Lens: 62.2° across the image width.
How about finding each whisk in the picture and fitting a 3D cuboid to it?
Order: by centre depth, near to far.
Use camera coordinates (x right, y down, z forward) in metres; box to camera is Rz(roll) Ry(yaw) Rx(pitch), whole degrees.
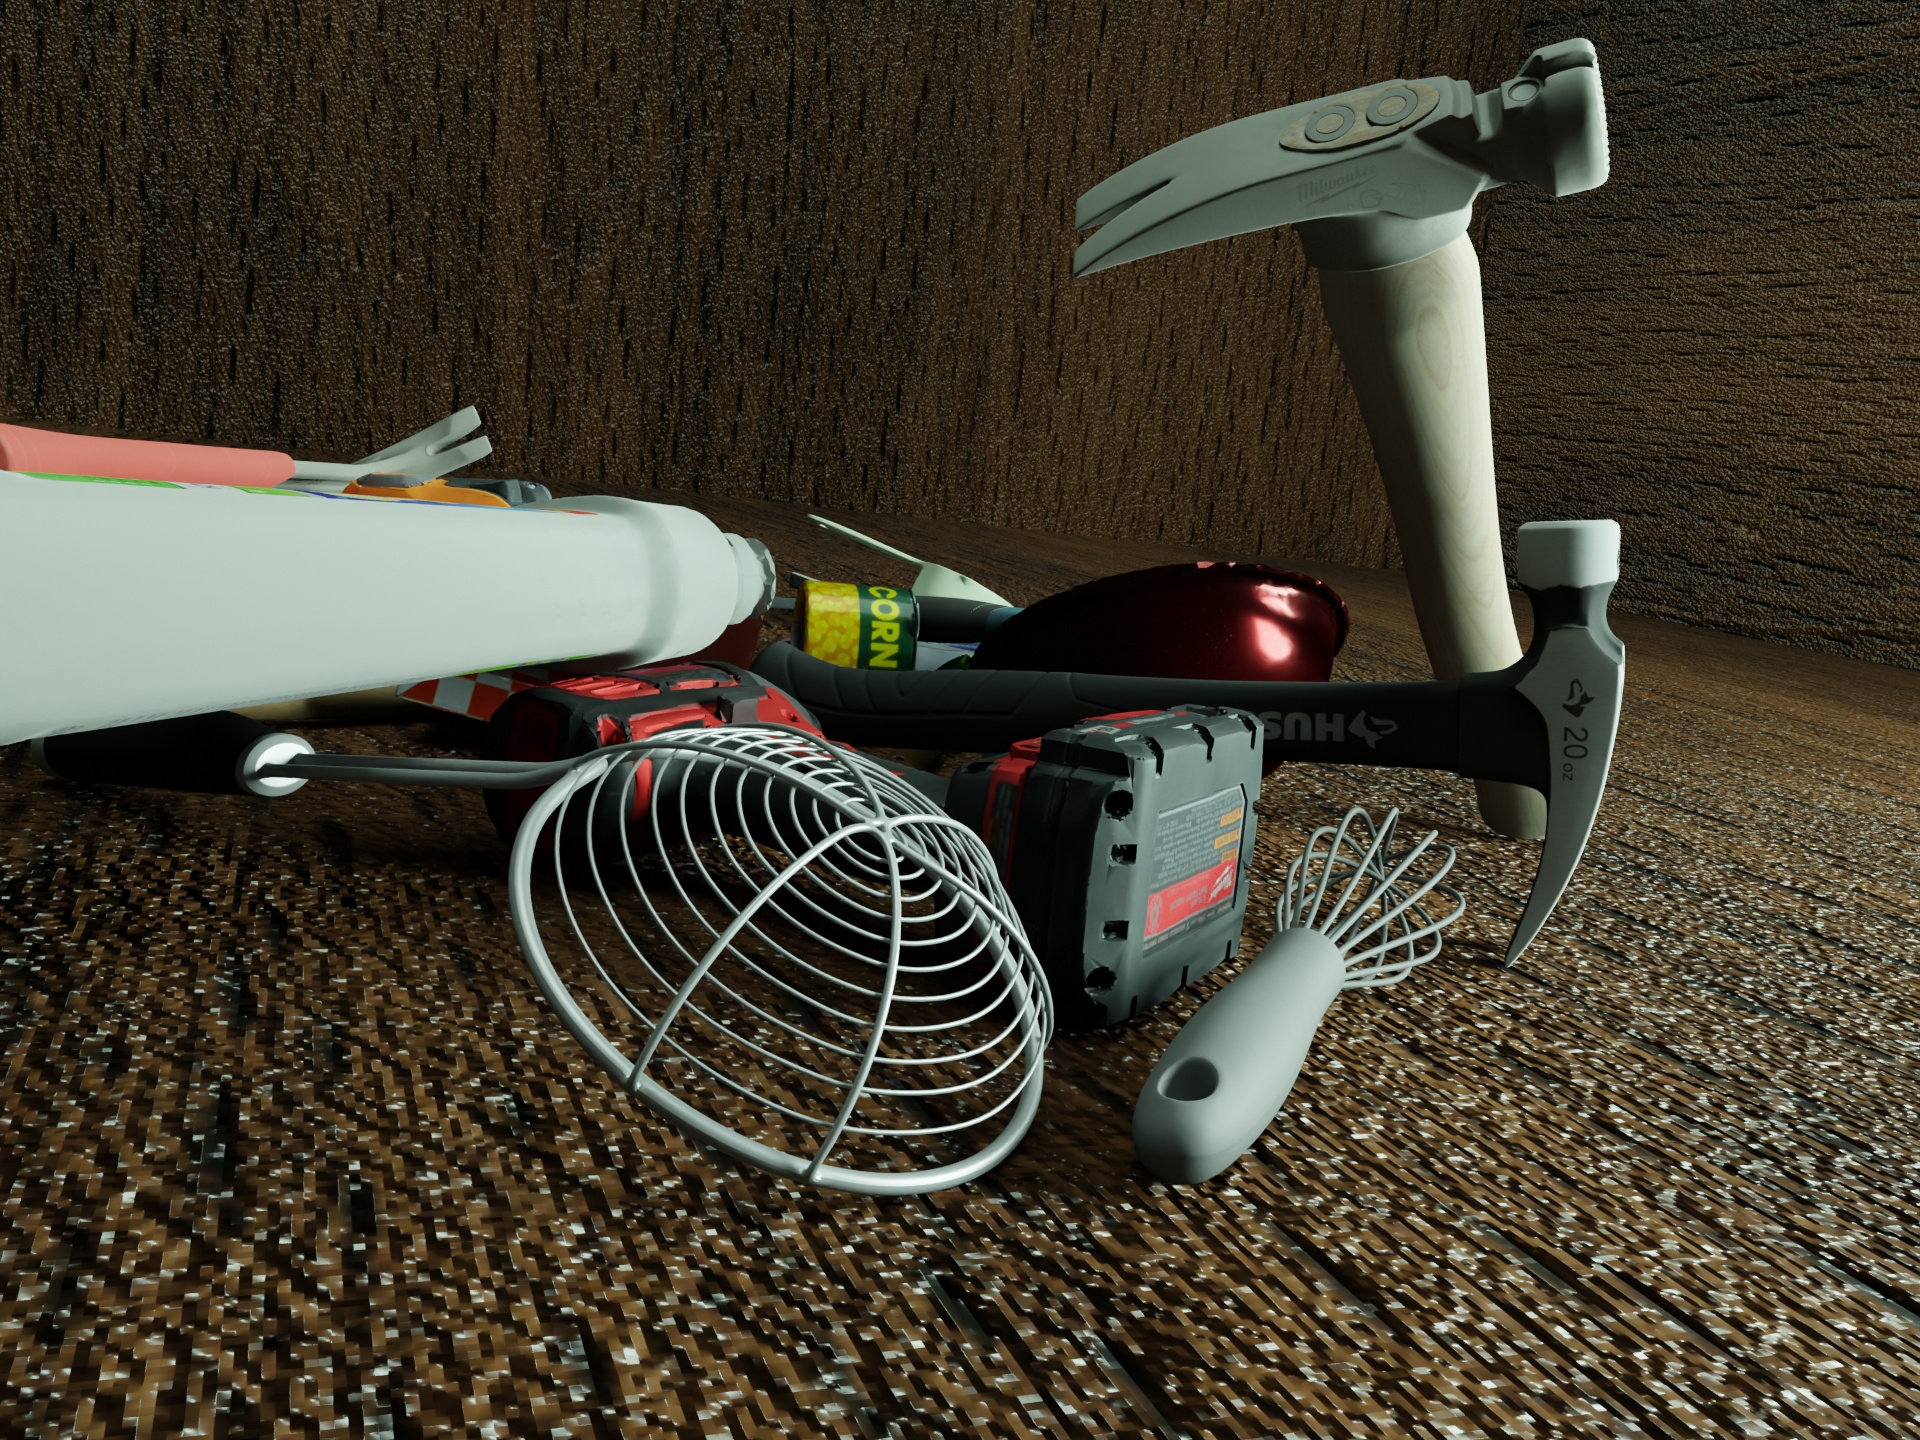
[{"bbox_3d":[0.095,0.068,0.427,0.055,0.055,0.239,12,15,24],"label":"whisk"}]

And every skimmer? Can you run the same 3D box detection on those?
[{"bbox_3d":[-0.144,0.043,0.424,0.363,0.090,0.127,2,9,34],"label":"skimmer"}]

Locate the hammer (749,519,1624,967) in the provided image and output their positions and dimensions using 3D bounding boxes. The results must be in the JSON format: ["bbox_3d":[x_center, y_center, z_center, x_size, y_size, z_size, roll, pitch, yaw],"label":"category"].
[{"bbox_3d":[0.062,0.004,0.585,0.335,0.146,0.035,2,8,24],"label":"hammer"}]

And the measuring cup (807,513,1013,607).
[{"bbox_3d":[-0.041,-0.098,1.140,0.167,0.038,0.083,26,-4,4],"label":"measuring cup"}]

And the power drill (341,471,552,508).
[{"bbox_3d":[-0.294,-0.073,0.786,0.164,0.084,0.226,5,14,18],"label":"power drill"}]

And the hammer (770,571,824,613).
[{"bbox_3d":[-0.242,-0.087,1.066,0.408,0.036,0.149,1,10,-30],"label":"hammer"}]

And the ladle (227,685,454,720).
[{"bbox_3d":[-0.310,-0.020,0.581,0.078,0.062,0.320,14,9,37],"label":"ladle"}]

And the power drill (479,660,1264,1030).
[{"bbox_3d":[-0.025,0.023,0.502,0.220,0.078,0.143,10,9,28],"label":"power drill"}]

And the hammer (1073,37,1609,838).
[{"bbox_3d":[0.172,-0.058,0.587,0.146,0.038,0.410,-8,-33,22],"label":"hammer"}]

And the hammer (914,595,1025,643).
[{"bbox_3d":[0.017,-0.054,0.880,0.128,0.033,0.331,-10,12,-38],"label":"hammer"}]

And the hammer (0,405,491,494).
[{"bbox_3d":[-0.371,-0.129,0.812,0.149,0.036,0.359,-22,5,7],"label":"hammer"}]

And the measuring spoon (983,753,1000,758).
[{"bbox_3d":[0.062,0.008,0.789,0.042,0.021,0.128,16,14,40],"label":"measuring spoon"}]

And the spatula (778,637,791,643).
[{"bbox_3d":[0.034,-0.061,1.009,0.316,0.018,0.060,-4,4,15],"label":"spatula"}]

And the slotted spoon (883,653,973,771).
[{"bbox_3d":[-0.001,-0.003,0.797,0.070,0.031,0.314,12,12,8],"label":"slotted spoon"}]
